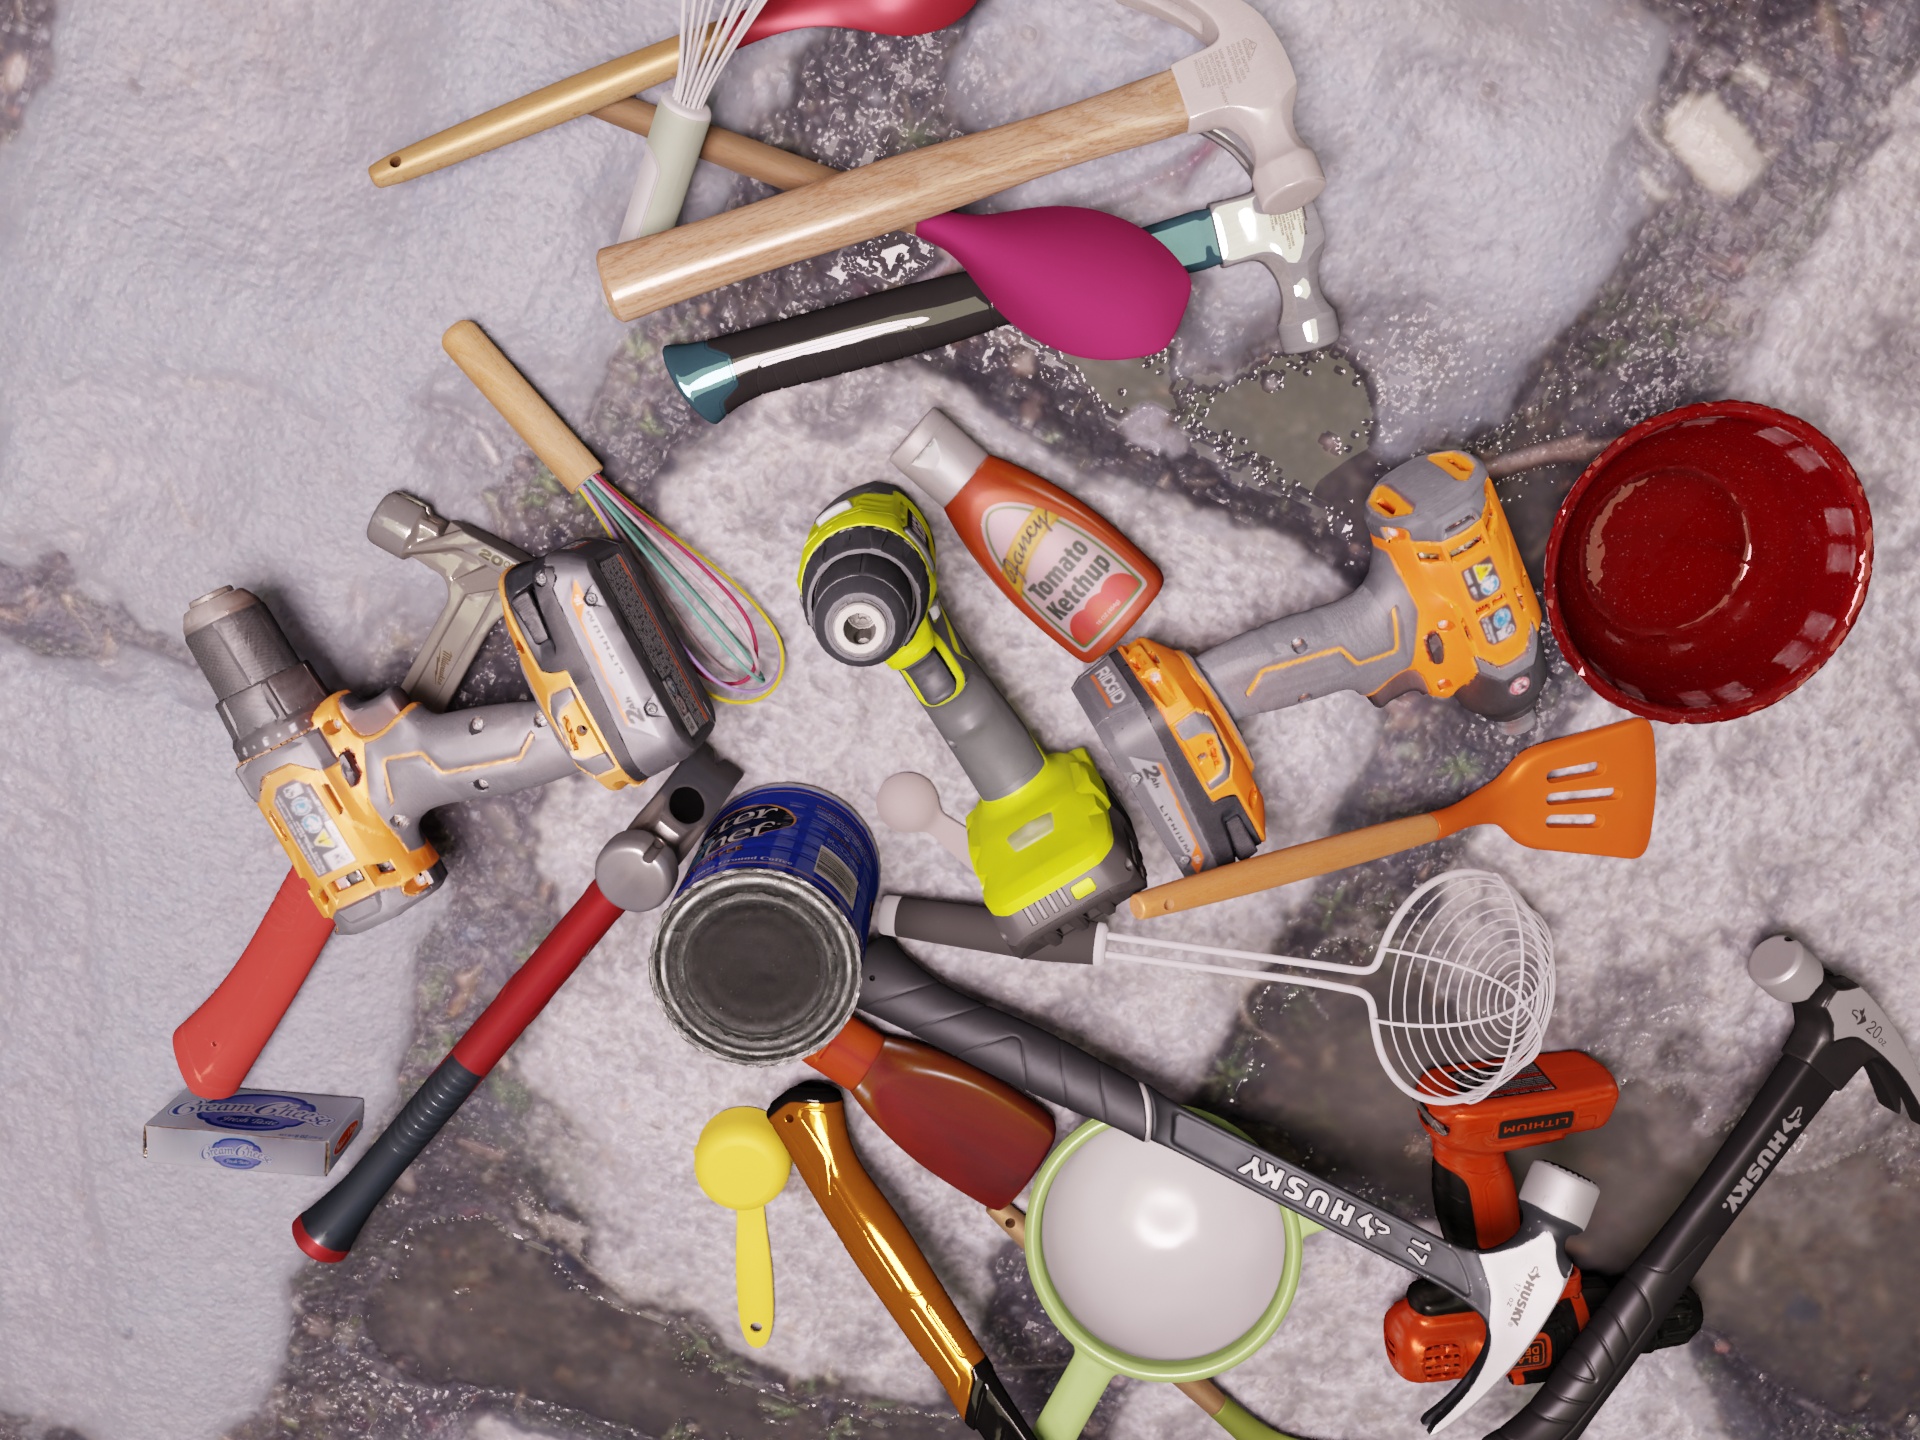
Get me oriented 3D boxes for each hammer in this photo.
[{"bbox_3d":[0.114,0.222,0.843,0.409,0.036,0.149,24,82,11],"label":"hammer"},{"bbox_3d":[0.015,-0.209,0.793,0.331,0.033,0.128,-14,104,4],"label":"hammer"},{"bbox_3d":[-0.252,0.166,0.872,0.038,0.143,0.386,39,113,-8],"label":"hammer"},{"bbox_3d":[-0.323,0.063,0.866,0.149,0.037,0.359,31,102,-7],"label":"hammer"},{"bbox_3d":[-0.008,-0.254,0.737,0.331,0.031,0.130,-18,81,1],"label":"hammer"},{"bbox_3d":[0.398,0.288,0.868,0.146,0.035,0.335,37,89,-19],"label":"hammer"},{"bbox_3d":[-0.010,0.350,0.870,0.127,0.034,0.337,-39,77,15],"label":"hammer"}]

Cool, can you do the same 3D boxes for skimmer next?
[{"bbox_3d":[0.139,0.128,0.870,0.363,0.090,0.127,6,91,11],"label":"skimmer"}]

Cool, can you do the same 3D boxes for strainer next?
[{"bbox_3d":[0.089,0.331,0.897,0.151,0.069,0.256,29,94,8],"label":"strainer"}]

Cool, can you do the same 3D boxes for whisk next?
[{"bbox_3d":[-0.180,-0.105,0.819,0.047,0.051,0.245,-39,98,15],"label":"whisk"},{"bbox_3d":[-0.124,-0.290,0.731,0.059,0.058,0.246,-7,140,-38],"label":"whisk"}]

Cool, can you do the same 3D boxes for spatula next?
[{"bbox_3d":[0.228,0.061,0.812,0.322,0.041,0.081,-11,106,-26],"label":"spatula"}]

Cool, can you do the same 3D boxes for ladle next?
[{"bbox_3d":[0.135,0.391,0.934,0.320,0.062,0.078,43,90,-7],"label":"ladle"},{"bbox_3d":[-0.136,-0.317,0.757,0.315,0.031,0.069,-21,88,3],"label":"ladle"}]

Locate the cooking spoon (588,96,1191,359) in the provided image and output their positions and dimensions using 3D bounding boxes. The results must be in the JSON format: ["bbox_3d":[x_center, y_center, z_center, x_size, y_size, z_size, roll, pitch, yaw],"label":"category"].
[{"bbox_3d":[-0.043,-0.249,0.764,0.319,0.017,0.069,22,94,6],"label":"cooking spoon"}]

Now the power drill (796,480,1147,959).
[{"bbox_3d":[-0.001,-0.002,0.769,0.080,0.191,0.228,-31,106,8],"label":"power drill"}]

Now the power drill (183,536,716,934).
[{"bbox_3d":[-0.261,-0.014,0.791,0.226,0.084,0.185,-25,101,11],"label":"power drill"}]

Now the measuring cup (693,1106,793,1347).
[{"bbox_3d":[-0.124,0.302,0.926,0.062,0.029,0.156,-2,103,1],"label":"measuring cup"}]

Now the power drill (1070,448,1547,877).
[{"bbox_3d":[0.190,-0.014,0.812,0.226,0.084,0.164,-31,120,4],"label":"power drill"}]

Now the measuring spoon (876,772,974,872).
[{"bbox_3d":[0.007,0.073,0.873,0.124,0.018,0.034,37,102,-9],"label":"measuring spoon"}]
